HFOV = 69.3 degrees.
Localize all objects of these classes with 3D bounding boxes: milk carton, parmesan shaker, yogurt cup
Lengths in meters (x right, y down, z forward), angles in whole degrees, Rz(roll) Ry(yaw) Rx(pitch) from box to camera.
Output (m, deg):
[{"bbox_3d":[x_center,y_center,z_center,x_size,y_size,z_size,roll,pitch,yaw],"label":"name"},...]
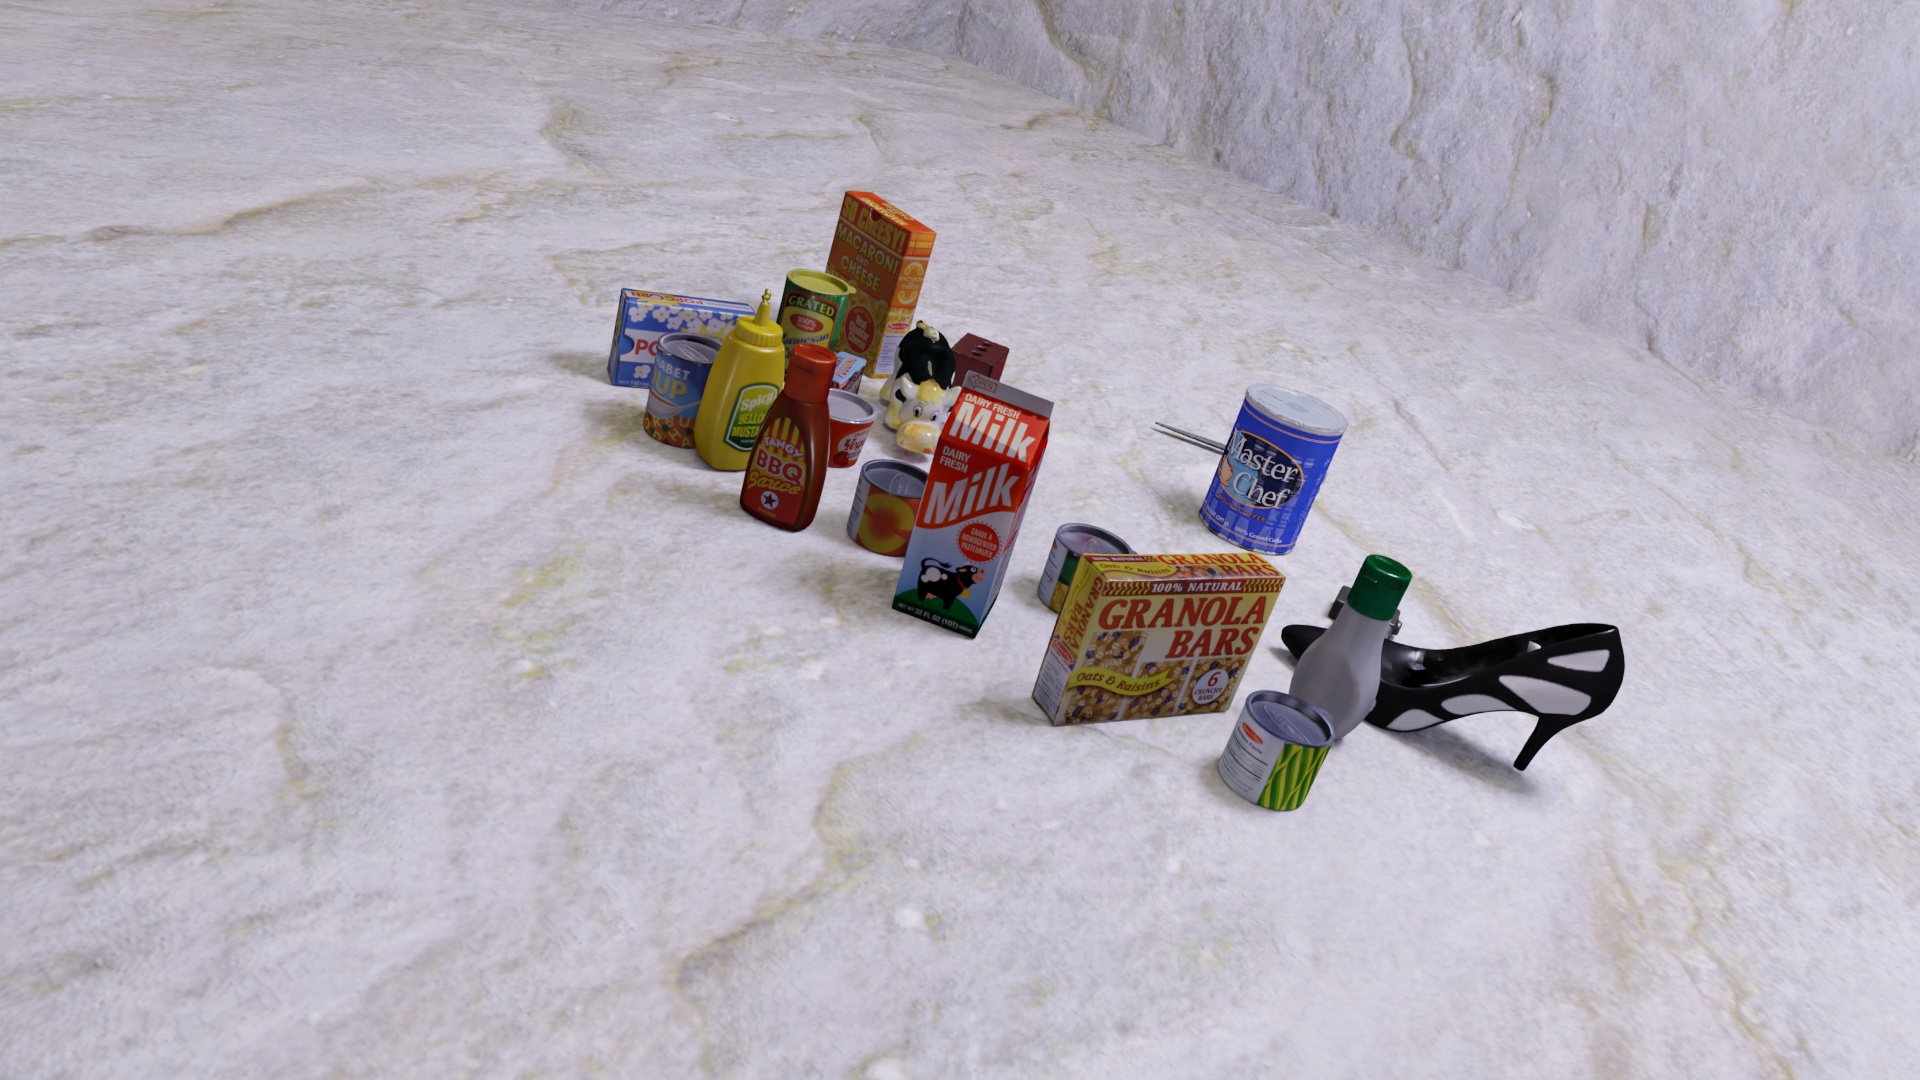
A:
[{"bbox_3d":[0.012,-0.031,1.053,0.072,0.189,0.074,21,26,7],"label":"milk carton"},{"bbox_3d":[-0.153,-0.215,1.414,0.071,0.102,0.071,14,26,-7],"label":"parmesan shaker"},{"bbox_3d":[-0.115,-0.102,1.270,0.072,0.053,0.073,14,26,-7],"label":"yogurt cup"}]

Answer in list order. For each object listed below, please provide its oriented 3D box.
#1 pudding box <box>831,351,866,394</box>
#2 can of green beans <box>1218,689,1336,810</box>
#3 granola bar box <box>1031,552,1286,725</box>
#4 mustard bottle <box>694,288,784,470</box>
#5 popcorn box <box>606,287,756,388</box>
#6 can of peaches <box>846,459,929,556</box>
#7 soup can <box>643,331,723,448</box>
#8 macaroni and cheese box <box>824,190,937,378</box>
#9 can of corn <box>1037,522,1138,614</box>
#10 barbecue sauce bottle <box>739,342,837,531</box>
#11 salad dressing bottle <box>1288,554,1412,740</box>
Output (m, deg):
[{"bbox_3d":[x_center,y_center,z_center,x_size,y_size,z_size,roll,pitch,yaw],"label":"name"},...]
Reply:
[{"bbox_3d":[-0.123,-0.150,1.364,0.030,0.049,0.084,21,26,6],"label":"pudding box"},{"bbox_3d":[0.223,0.148,0.982,0.071,0.057,0.071,14,26,-7],"label":"can of green beans"},{"bbox_3d":[0.144,0.069,1.012,0.166,0.123,0.039,0,30,-32],"label":"granola bar box"},{"bbox_3d":[-0.181,-0.137,1.177,0.065,0.159,0.049,-7,35,-41],"label":"mustard bottle"},{"bbox_3d":[-0.262,-0.186,1.308,0.127,0.084,0.038,3,29,-28],"label":"popcorn box"},{"bbox_3d":[-0.055,-0.027,1.154,0.071,0.057,0.071,14,26,-7],"label":"can of peaches"},{"bbox_3d":[-0.241,-0.131,1.216,0.071,0.083,0.071,14,26,-7],"label":"soup can"},{"bbox_3d":[-0.096,-0.276,1.495,0.040,0.165,0.124,-7,35,-41],"label":"macaroni and cheese box"},{"bbox_3d":[0.105,0.027,1.146,0.071,0.058,0.071,14,26,-7],"label":"can of corn"},{"bbox_3d":[-0.133,-0.084,1.116,0.065,0.147,0.044,24,26,13],"label":"barbecue sauce bottle"},{"bbox_3d":[0.297,0.082,1.056,0.044,0.147,0.064,-6,34,-40],"label":"salad dressing bottle"}]
